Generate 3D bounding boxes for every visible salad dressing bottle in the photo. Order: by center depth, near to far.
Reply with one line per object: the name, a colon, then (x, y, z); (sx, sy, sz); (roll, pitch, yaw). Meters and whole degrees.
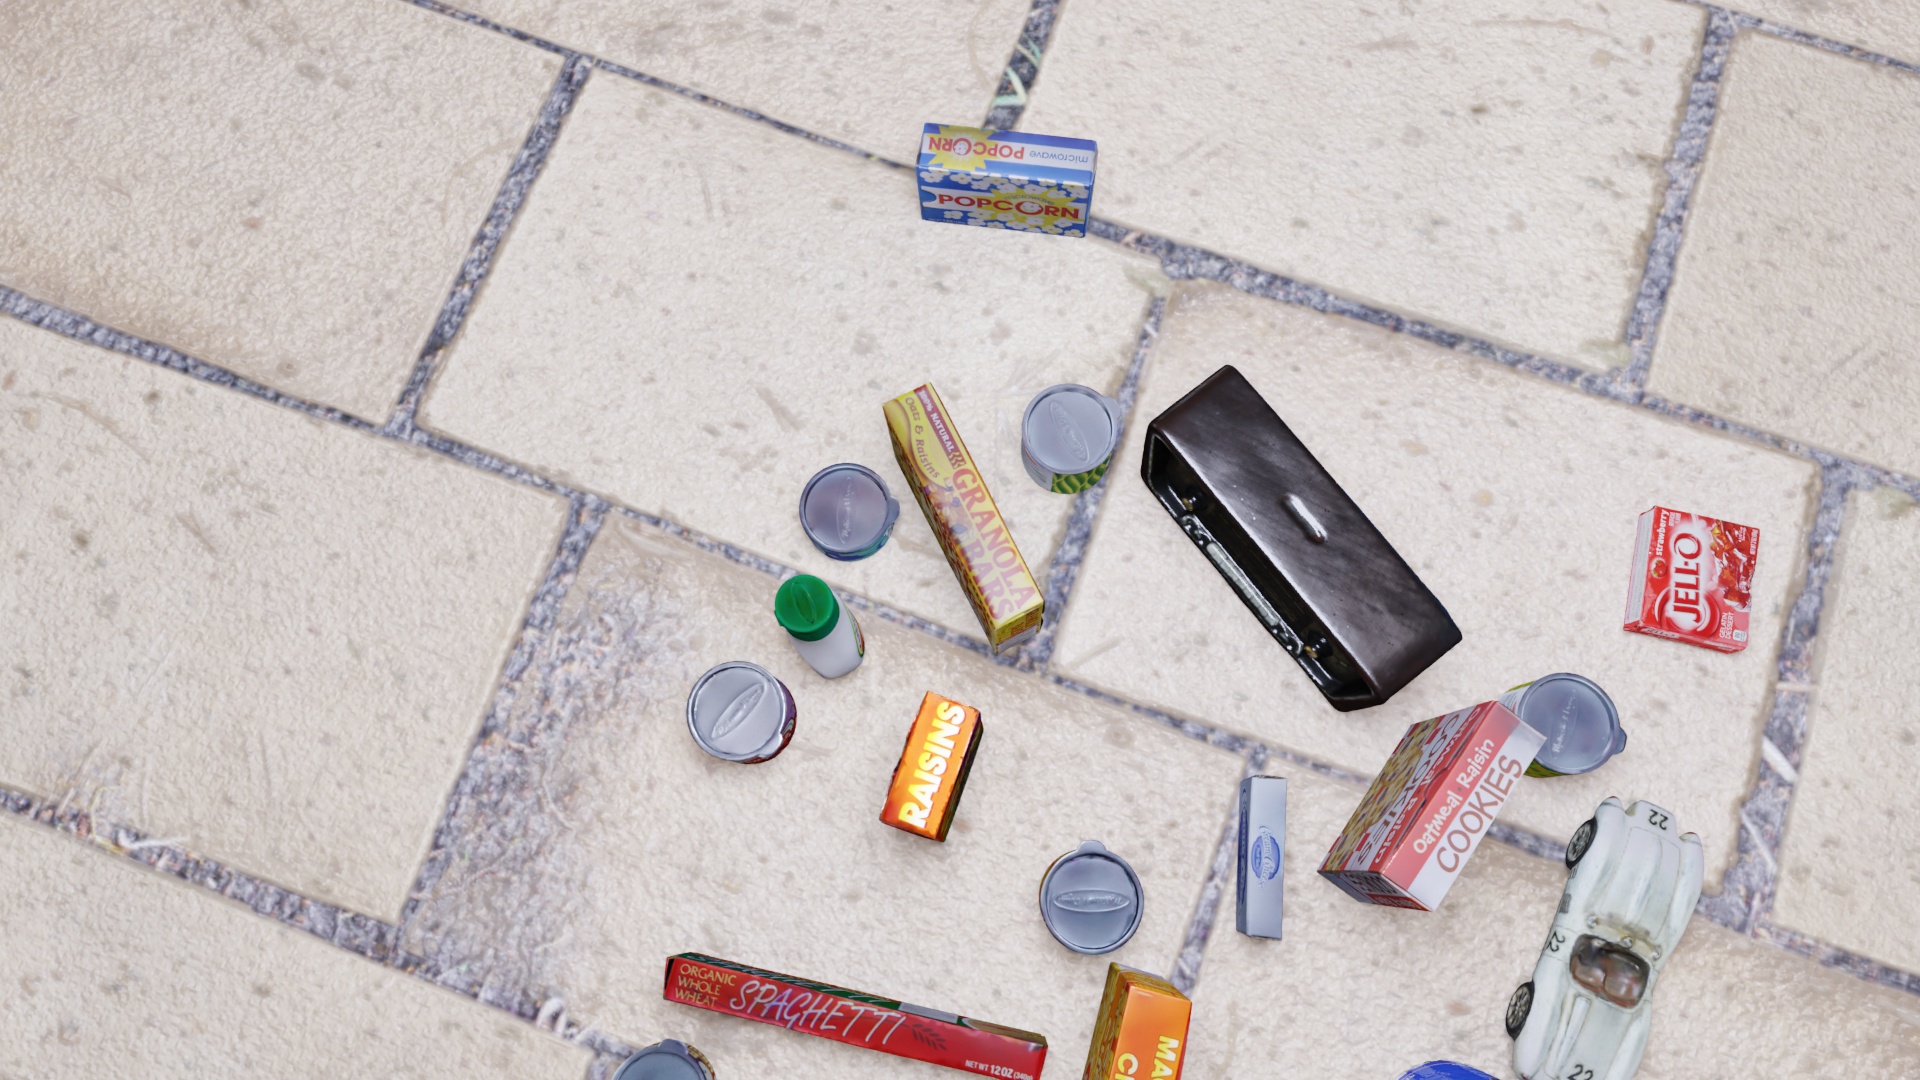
salad dressing bottle: (-0.093, 0.054, 0.911); (0.044, 0.147, 0.064); (-24, 78, -4)

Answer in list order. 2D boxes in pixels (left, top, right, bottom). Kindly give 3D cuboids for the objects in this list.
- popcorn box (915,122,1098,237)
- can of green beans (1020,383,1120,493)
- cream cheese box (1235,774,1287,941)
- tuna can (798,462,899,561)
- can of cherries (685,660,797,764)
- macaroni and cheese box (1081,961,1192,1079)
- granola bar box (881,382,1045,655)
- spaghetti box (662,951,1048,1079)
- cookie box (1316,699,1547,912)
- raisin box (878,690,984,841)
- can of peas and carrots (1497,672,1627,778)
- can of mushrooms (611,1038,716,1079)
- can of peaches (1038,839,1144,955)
popcorn box: (0.034, -0.262, 1.014); (0.127, 0.085, 0.038); (7, 78, 3)
can of green beans: (0.076, -0.071, 0.982); (0.071, 0.057, 0.071); (0, 77, 2)
cream cheese box: (0.198, 0.208, 0.916); (0.024, 0.053, 0.104); (4, 77, 3)
tuna can: (-0.077, -0.019, 0.987); (0.071, 0.032, 0.071); (0, 77, 2)
can of cherries: (-0.146, 0.120, 0.943); (0.071, 0.058, 0.071); (0, 77, 2)
macaroni and cheese box: (0.100, 0.325, 0.833); (0.040, 0.166, 0.124); (14, 78, 5)
granola bar box: (0.003, -0.012, 0.936); (0.039, 0.124, 0.166); (-26, 78, -4)
spaghetti box: (-0.069, 0.309, 0.901); (0.250, 0.050, 0.029); (12, 78, 4)
cookie box: (0.287, 0.167, 0.865); (0.040, 0.167, 0.123); (35, 81, 9)
raisin box: (-0.017, 0.149, 0.900); (0.040, 0.123, 0.086); (20, 79, 6)
can of peas and carrots: (0.397, 0.125, 0.927); (0.071, 0.058, 0.071); (0, 77, 2)
can of mushrooms: (-0.192, 0.358, 0.901); (0.071, 0.033, 0.071); (0, 77, 2)
can of peaches: (0.085, 0.233, 0.911); (0.071, 0.058, 0.071); (0, 77, 2)
